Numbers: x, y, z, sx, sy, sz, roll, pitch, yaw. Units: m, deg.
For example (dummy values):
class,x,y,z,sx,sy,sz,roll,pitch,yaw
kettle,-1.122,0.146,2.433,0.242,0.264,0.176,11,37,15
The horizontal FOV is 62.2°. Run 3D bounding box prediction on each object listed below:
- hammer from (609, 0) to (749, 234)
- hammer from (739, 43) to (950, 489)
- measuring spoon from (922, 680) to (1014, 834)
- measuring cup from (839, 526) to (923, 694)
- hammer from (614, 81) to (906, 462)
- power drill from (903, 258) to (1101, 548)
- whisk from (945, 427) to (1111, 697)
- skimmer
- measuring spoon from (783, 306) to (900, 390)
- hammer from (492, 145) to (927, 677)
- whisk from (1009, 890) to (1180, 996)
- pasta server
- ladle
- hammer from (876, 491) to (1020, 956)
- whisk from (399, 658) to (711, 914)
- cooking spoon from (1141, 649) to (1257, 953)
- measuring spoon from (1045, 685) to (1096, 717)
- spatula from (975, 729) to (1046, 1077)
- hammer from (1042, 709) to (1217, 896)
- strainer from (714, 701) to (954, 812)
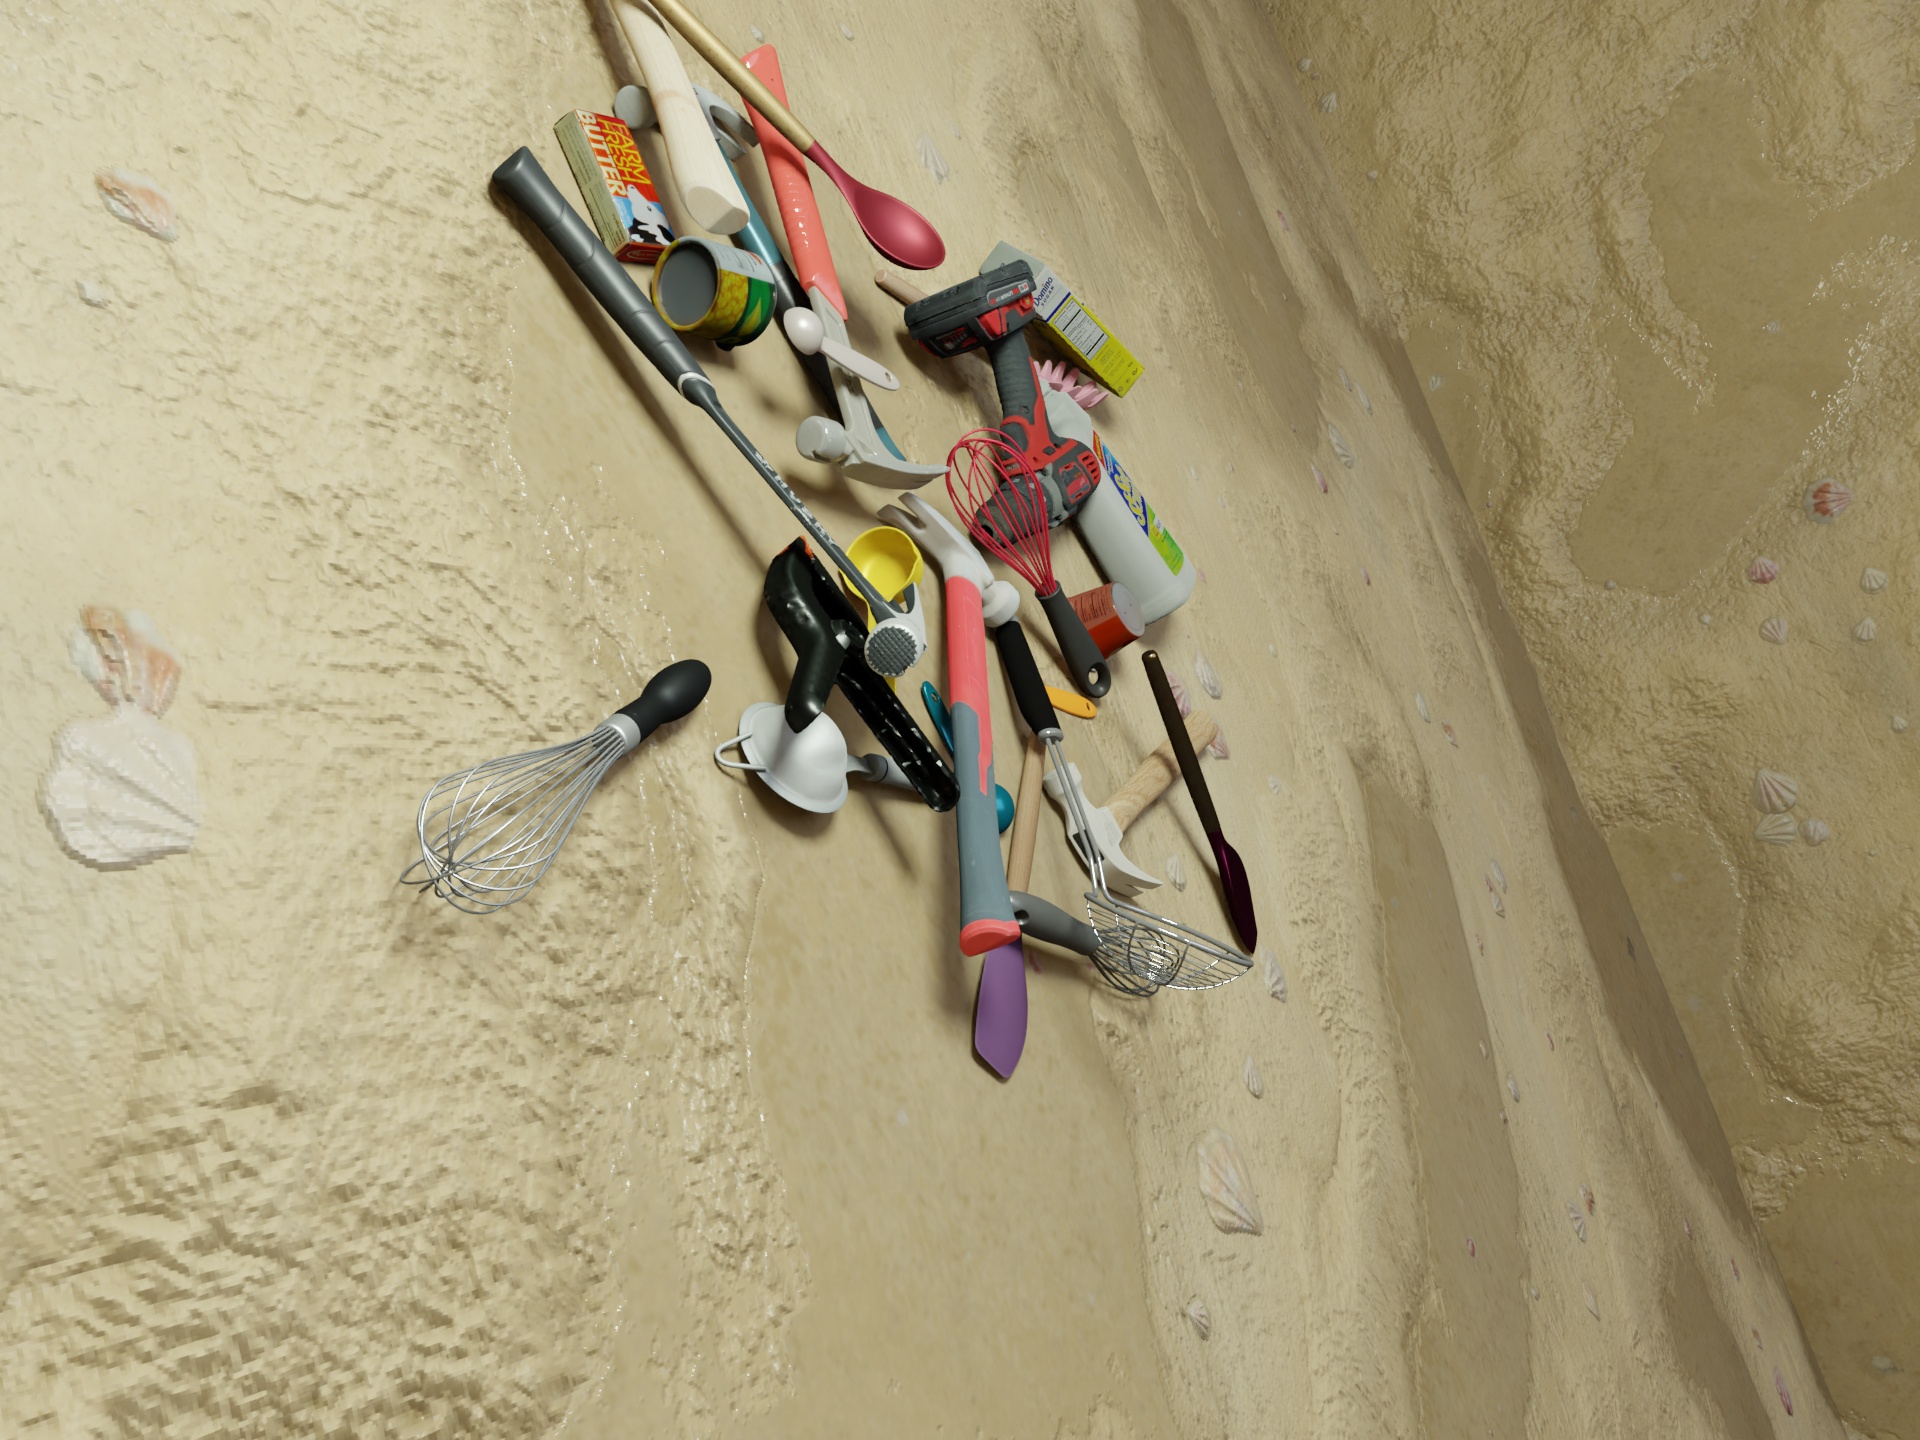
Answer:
class,x,y,z,sx,sy,sz,roll,pitch,yaw
hammer,-0.235,-0.523,1.153,0.146,0.038,0.411,0,62,-58
hammer,-0.106,-0.346,1.203,0.149,0.036,0.359,3,67,-55
measuring spoon,0.008,0.025,1.186,0.128,0.021,0.042,63,30,-6
measuring cup,-0.053,-0.062,1.141,0.029,0.062,0.157,38,48,-67
hammer,-0.138,-0.333,1.213,0.331,0.033,0.128,60,32,-9
power drill,0.034,-0.266,1.376,0.188,0.080,0.226,-42,114,-51
whisk,0.064,-0.122,1.315,0.073,0.073,0.295,-81,149,-44
skimmer,0.109,0.046,1.200,0.127,0.090,0.364,22,39,-46
measuring spoon,-0.079,-0.264,1.139,0.124,0.018,0.034,18,56,-51
hammer,-0.156,-0.201,1.031,0.409,0.036,0.149,50,11,-8
whisk,0.097,0.163,1.185,0.238,0.055,0.055,30,45,-50
pasta server,0.033,-0.355,1.489,0.316,0.040,0.060,19,24,-49
ladle,-0.130,-0.442,1.172,0.315,0.031,0.069,39,43,-28
hammer,-0.002,-0.004,1.132,0.143,0.038,0.387,41,31,-35
whisk,-0.197,0.021,0.840,0.070,0.070,0.285,59,26,-10
cooking spoon,0.217,0.076,1.420,0.318,0.017,0.069,67,26,-24
measuring spoon,0.087,-0.020,1.352,0.116,0.011,0.021,17,54,-52
spatula,0.044,0.122,1.176,0.059,0.018,0.316,49,35,-34
hammer,0.169,0.055,1.407,0.130,0.031,0.331,62,30,-4
strainer,-0.062,0.028,1.062,0.258,0.050,0.087,16,41,-56
